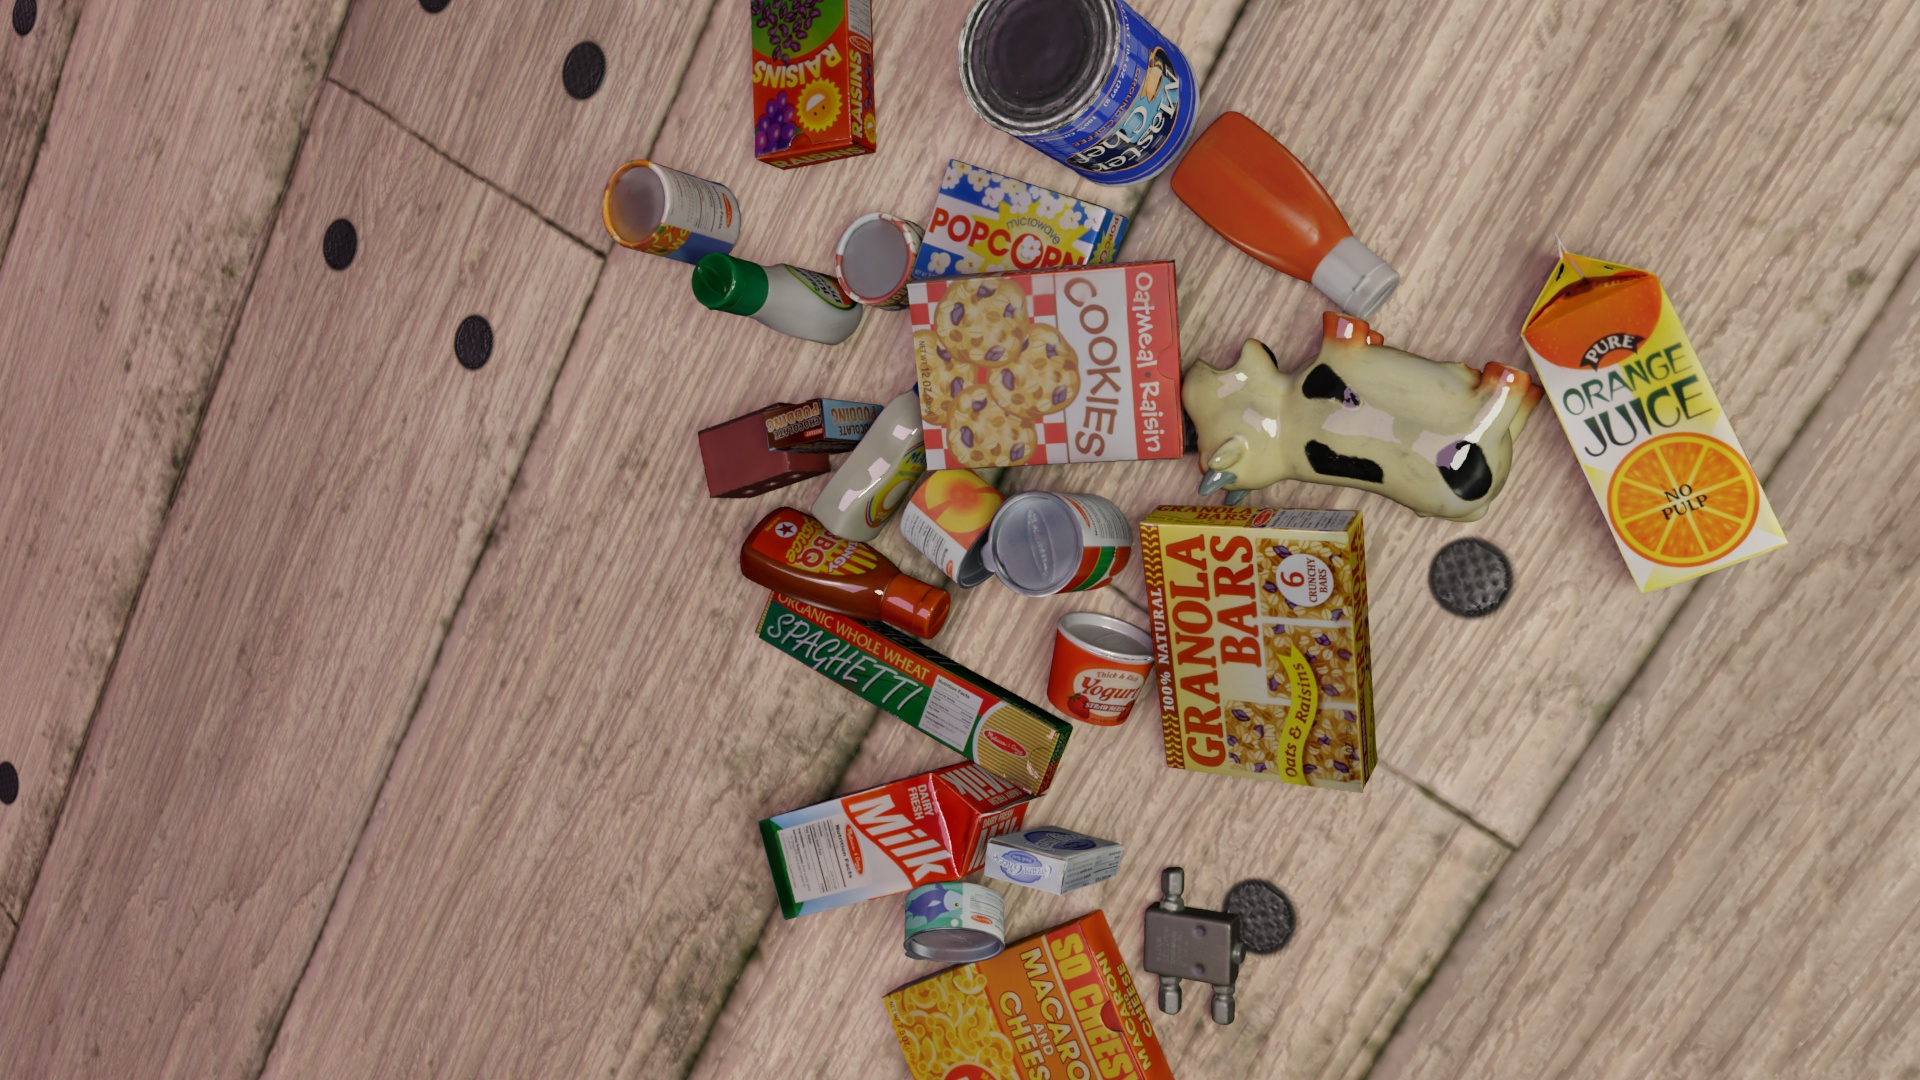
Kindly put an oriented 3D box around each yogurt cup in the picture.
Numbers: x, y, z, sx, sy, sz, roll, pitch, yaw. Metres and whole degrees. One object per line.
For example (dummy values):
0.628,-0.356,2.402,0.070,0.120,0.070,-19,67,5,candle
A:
0.088,0.083,0.891,0.072,0.072,0.053,24,110,26,yogurt cup

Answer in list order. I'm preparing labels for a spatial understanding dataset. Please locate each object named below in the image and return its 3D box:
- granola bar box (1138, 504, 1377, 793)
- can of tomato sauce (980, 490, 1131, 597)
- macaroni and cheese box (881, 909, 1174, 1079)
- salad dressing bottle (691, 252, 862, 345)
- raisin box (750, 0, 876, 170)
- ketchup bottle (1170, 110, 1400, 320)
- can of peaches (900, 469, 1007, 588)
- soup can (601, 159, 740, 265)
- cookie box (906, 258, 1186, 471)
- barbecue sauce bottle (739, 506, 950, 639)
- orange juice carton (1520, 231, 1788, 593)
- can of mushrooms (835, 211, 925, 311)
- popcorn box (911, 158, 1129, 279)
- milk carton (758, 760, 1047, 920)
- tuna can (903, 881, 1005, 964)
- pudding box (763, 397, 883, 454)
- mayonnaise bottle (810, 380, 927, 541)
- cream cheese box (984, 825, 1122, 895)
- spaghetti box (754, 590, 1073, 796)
0.178,0.062,0.824,0.124,0.039,0.165,2,113,29,granola bar box
0.063,0.003,0.892,0.071,0.083,0.071,0,90,28,can of tomato sauce
0.043,0.335,0.927,0.166,0.040,0.124,-29,77,25,macaroni and cheese box
-0.124,-0.168,0.956,0.064,0.148,0.044,45,110,20,salad dressing bottle
-0.107,-0.339,1.009,0.086,0.040,0.123,-2,90,27,raisin box
0.199,-0.193,0.842,0.149,0.043,0.064,47,111,20,ketchup bottle
0.003,-0.012,0.936,0.058,0.071,0.071,40,108,23,can of peaches
-0.219,-0.244,1.043,0.071,0.084,0.071,0,91,29,soup can
0.056,-0.110,0.883,0.167,0.040,0.122,-2,106,14,cookie box
-0.079,0.026,0.984,0.149,0.065,0.043,23,135,19,barbecue sauce bottle
0.359,-0.073,0.740,0.073,0.072,0.193,-25,79,25,orange juice carton
-0.052,-0.196,0.983,0.071,0.033,0.071,0,89,28,can of mushrooms
0.038,-0.196,0.931,0.127,0.038,0.085,25,102,26,popcorn box
-0.037,0.200,0.953,0.190,0.072,0.073,-20,81,28,milk carton
-0.006,0.251,0.908,0.071,0.071,0.033,-20,49,27,tuna can
-0.094,-0.080,0.976,0.049,0.084,0.030,-9,87,28,pudding box
-0.040,-0.066,0.962,0.041,0.065,0.147,44,106,22,mayonnaise bottle
0.060,0.202,0.882,0.053,0.104,0.024,9,88,27,cream cheese box
-0.038,0.097,0.977,0.250,0.029,0.050,26,102,26,spaghetti box
